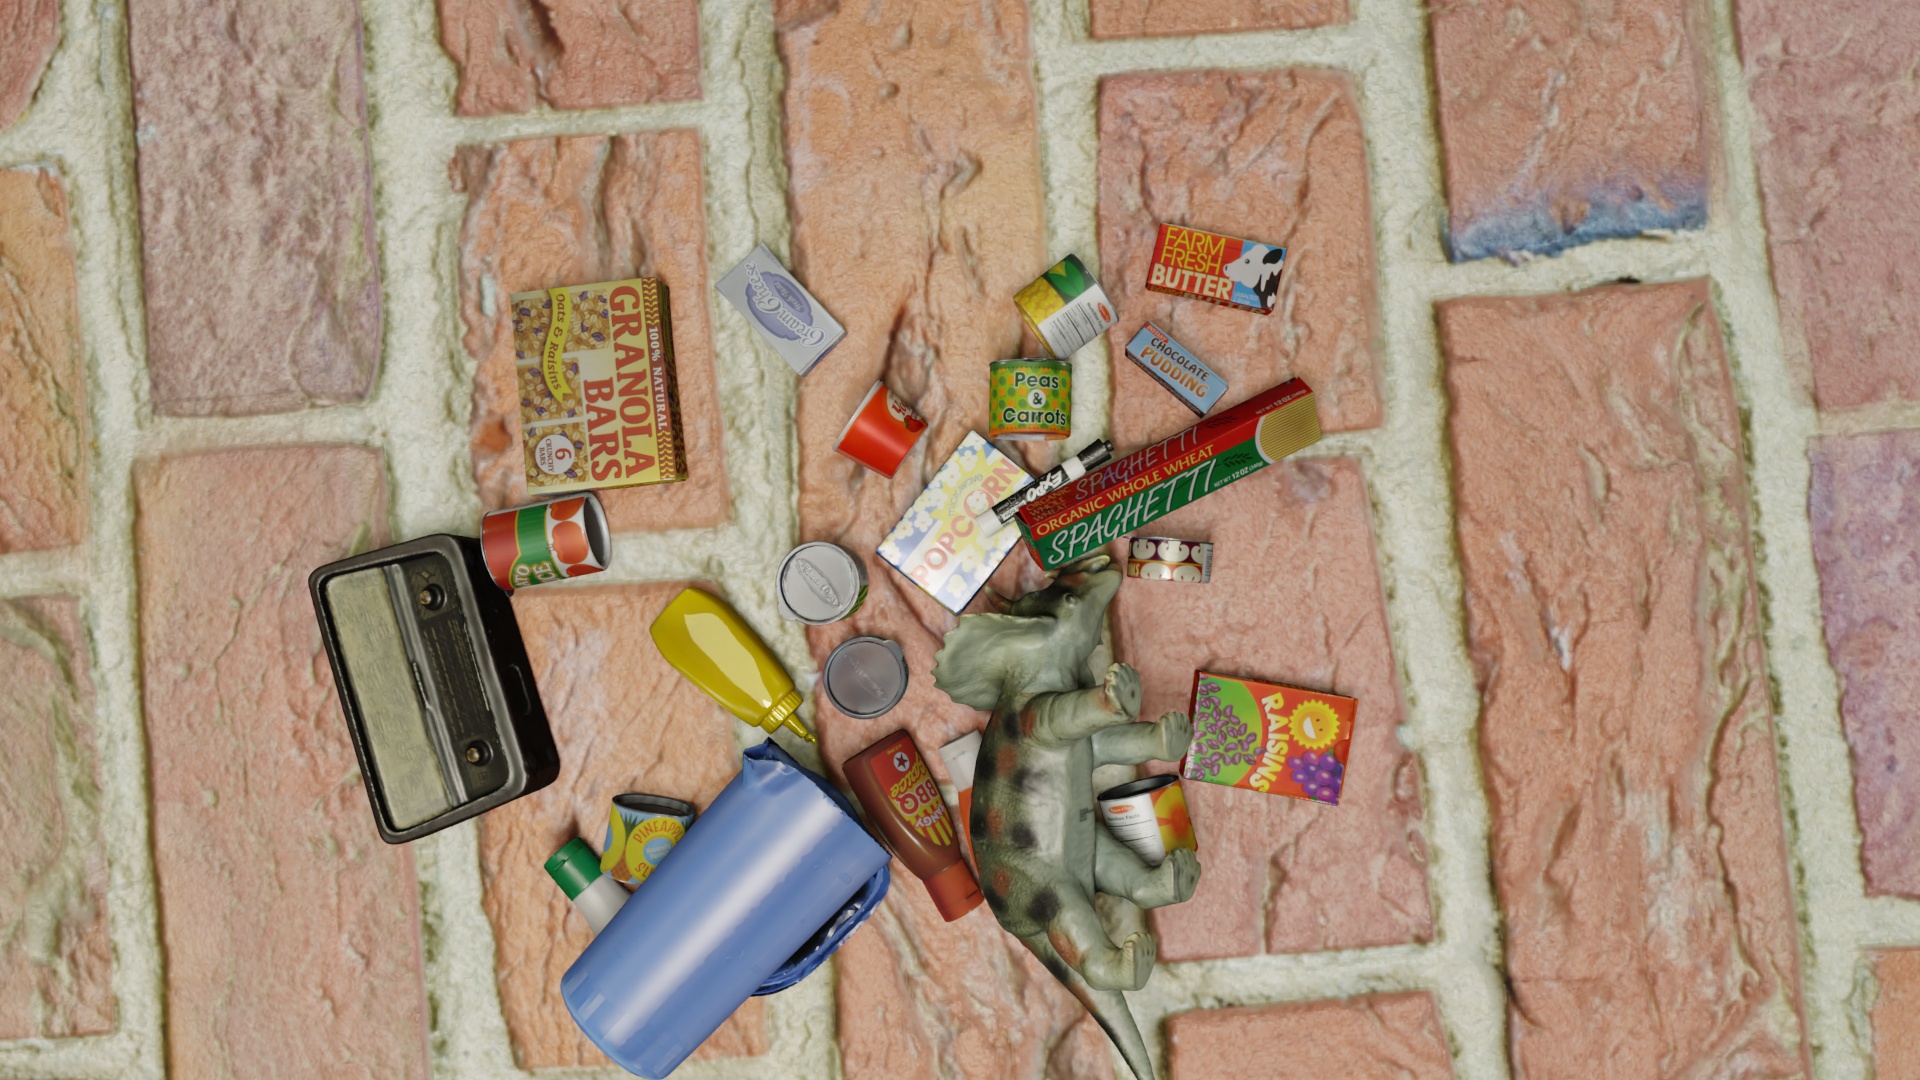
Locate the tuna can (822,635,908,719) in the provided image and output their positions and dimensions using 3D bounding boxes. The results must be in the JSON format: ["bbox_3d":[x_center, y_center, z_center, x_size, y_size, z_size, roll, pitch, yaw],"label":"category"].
[{"bbox_3d":[-0.073,0.107,1.112,0.071,0.033,0.071,0,88,4],"label":"tuna can"}]

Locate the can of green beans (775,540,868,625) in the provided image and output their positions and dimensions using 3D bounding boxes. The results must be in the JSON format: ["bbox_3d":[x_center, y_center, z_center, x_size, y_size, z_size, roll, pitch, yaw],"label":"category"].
[{"bbox_3d":[-0.109,0.034,1.105,0.071,0.058,0.071,0,88,4],"label":"can of green beans"}]

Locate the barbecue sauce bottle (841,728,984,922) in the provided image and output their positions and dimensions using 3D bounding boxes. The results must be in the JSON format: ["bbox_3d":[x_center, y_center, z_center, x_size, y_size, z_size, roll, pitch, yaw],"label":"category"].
[{"bbox_3d":[-0.033,0.225,1.090,0.043,0.065,0.148,-34,84,41],"label":"barbecue sauce bottle"}]

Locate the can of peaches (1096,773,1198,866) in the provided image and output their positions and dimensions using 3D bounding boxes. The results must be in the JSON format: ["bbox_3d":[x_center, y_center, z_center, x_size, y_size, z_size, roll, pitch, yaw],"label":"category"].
[{"bbox_3d":[0.147,0.218,1.079,0.071,0.071,0.058,-16,87,3],"label":"can of peaches"}]

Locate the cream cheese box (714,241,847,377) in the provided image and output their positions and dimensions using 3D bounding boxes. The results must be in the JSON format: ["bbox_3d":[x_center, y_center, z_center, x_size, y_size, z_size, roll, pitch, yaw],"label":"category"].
[{"bbox_3d":[-0.146,-0.188,1.133,0.053,0.024,0.104,-44,86,2],"label":"cream cheese box"}]

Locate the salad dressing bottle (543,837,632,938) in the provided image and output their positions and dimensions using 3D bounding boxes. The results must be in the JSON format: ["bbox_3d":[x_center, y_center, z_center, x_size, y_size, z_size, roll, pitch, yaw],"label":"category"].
[{"bbox_3d":[-0.273,0.305,1.114,0.064,0.044,0.148,-42,85,6],"label":"salad dressing bottle"}]

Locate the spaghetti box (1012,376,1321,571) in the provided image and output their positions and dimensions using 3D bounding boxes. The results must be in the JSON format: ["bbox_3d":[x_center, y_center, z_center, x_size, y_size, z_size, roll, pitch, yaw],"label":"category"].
[{"bbox_3d":[0.163,-0.051,1.078,0.250,0.029,0.050,-25,127,-5],"label":"spaghetti box"}]

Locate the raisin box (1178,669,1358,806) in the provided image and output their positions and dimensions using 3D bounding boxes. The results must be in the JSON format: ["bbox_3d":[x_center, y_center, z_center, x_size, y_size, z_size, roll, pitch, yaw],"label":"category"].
[{"bbox_3d":[0.240,0.153,1.087,0.123,0.040,0.086,10,88,3],"label":"raisin box"}]

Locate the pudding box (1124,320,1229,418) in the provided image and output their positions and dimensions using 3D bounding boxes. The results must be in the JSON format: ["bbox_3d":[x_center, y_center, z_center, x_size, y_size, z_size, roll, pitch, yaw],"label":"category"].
[{"bbox_3d":[0.170,-0.135,1.097,0.084,0.049,0.030,40,93,4],"label":"pudding box"}]

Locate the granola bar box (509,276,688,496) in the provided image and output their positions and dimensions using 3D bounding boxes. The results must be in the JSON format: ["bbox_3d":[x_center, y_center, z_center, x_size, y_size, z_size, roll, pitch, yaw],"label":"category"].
[{"bbox_3d":[-0.294,-0.124,1.133,0.124,0.039,0.165,-6,87,4],"label":"granola bar box"}]

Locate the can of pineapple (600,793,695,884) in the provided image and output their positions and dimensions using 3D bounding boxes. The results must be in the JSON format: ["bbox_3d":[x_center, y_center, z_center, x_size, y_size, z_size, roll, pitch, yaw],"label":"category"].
[{"bbox_3d":[-0.247,0.237,1.101,0.071,0.071,0.058,10,90,4],"label":"can of pineapple"}]

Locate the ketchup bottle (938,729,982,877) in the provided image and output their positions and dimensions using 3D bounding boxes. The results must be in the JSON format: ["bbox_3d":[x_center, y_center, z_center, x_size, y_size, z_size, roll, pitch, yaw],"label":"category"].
[{"bbox_3d":[0.030,0.224,1.095,0.064,0.043,0.149,-27,86,12],"label":"ketchup bottle"}]

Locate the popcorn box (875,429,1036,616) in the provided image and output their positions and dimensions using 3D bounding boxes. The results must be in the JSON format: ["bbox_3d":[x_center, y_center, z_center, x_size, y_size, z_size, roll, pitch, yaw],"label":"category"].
[{"bbox_3d":[0.004,-0.014,1.109,0.085,0.038,0.126,39,91,4],"label":"popcorn box"}]

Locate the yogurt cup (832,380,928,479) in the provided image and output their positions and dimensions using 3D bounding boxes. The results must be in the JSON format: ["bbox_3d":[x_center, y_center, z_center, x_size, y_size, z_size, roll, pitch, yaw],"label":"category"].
[{"bbox_3d":[-0.062,-0.085,1.105,0.054,0.072,0.072,35,91,-4],"label":"yogurt cup"}]

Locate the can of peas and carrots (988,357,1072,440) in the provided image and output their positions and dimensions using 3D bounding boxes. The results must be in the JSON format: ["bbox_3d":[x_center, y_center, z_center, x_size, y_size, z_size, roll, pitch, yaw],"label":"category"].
[{"bbox_3d":[0.055,-0.110,1.093,0.071,0.071,0.058,1,89,4],"label":"can of peas and carrots"}]

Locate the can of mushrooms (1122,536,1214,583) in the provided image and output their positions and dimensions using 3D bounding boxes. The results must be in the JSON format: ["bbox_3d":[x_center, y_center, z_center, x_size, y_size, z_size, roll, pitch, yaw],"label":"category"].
[{"bbox_3d":[0.161,0.015,1.084,0.071,0.071,0.033,5,90,4],"label":"can of mushrooms"}]

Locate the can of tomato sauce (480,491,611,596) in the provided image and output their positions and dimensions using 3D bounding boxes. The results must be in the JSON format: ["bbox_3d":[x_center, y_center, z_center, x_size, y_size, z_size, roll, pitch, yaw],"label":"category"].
[{"bbox_3d":[-0.332,0.003,1.117,0.083,0.071,0.071,-12,87,3],"label":"can of tomato sauce"}]

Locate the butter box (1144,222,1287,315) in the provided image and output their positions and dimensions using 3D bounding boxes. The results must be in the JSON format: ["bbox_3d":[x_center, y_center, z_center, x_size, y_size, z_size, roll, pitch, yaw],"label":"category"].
[{"bbox_3d":[0.204,-0.217,1.111,0.103,0.024,0.053,12,88,4],"label":"butter box"}]

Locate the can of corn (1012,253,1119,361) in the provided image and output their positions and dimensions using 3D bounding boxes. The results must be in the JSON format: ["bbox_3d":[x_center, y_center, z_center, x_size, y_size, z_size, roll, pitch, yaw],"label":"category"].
[{"bbox_3d":[0.082,-0.184,1.099,0.058,0.071,0.071,-36,86,3],"label":"can of corn"}]

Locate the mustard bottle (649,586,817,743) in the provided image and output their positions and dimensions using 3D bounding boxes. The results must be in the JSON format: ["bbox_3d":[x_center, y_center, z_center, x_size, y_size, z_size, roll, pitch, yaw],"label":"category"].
[{"bbox_3d":[-0.175,0.108,1.111,0.160,0.049,0.065,44,92,4],"label":"mustard bottle"}]
